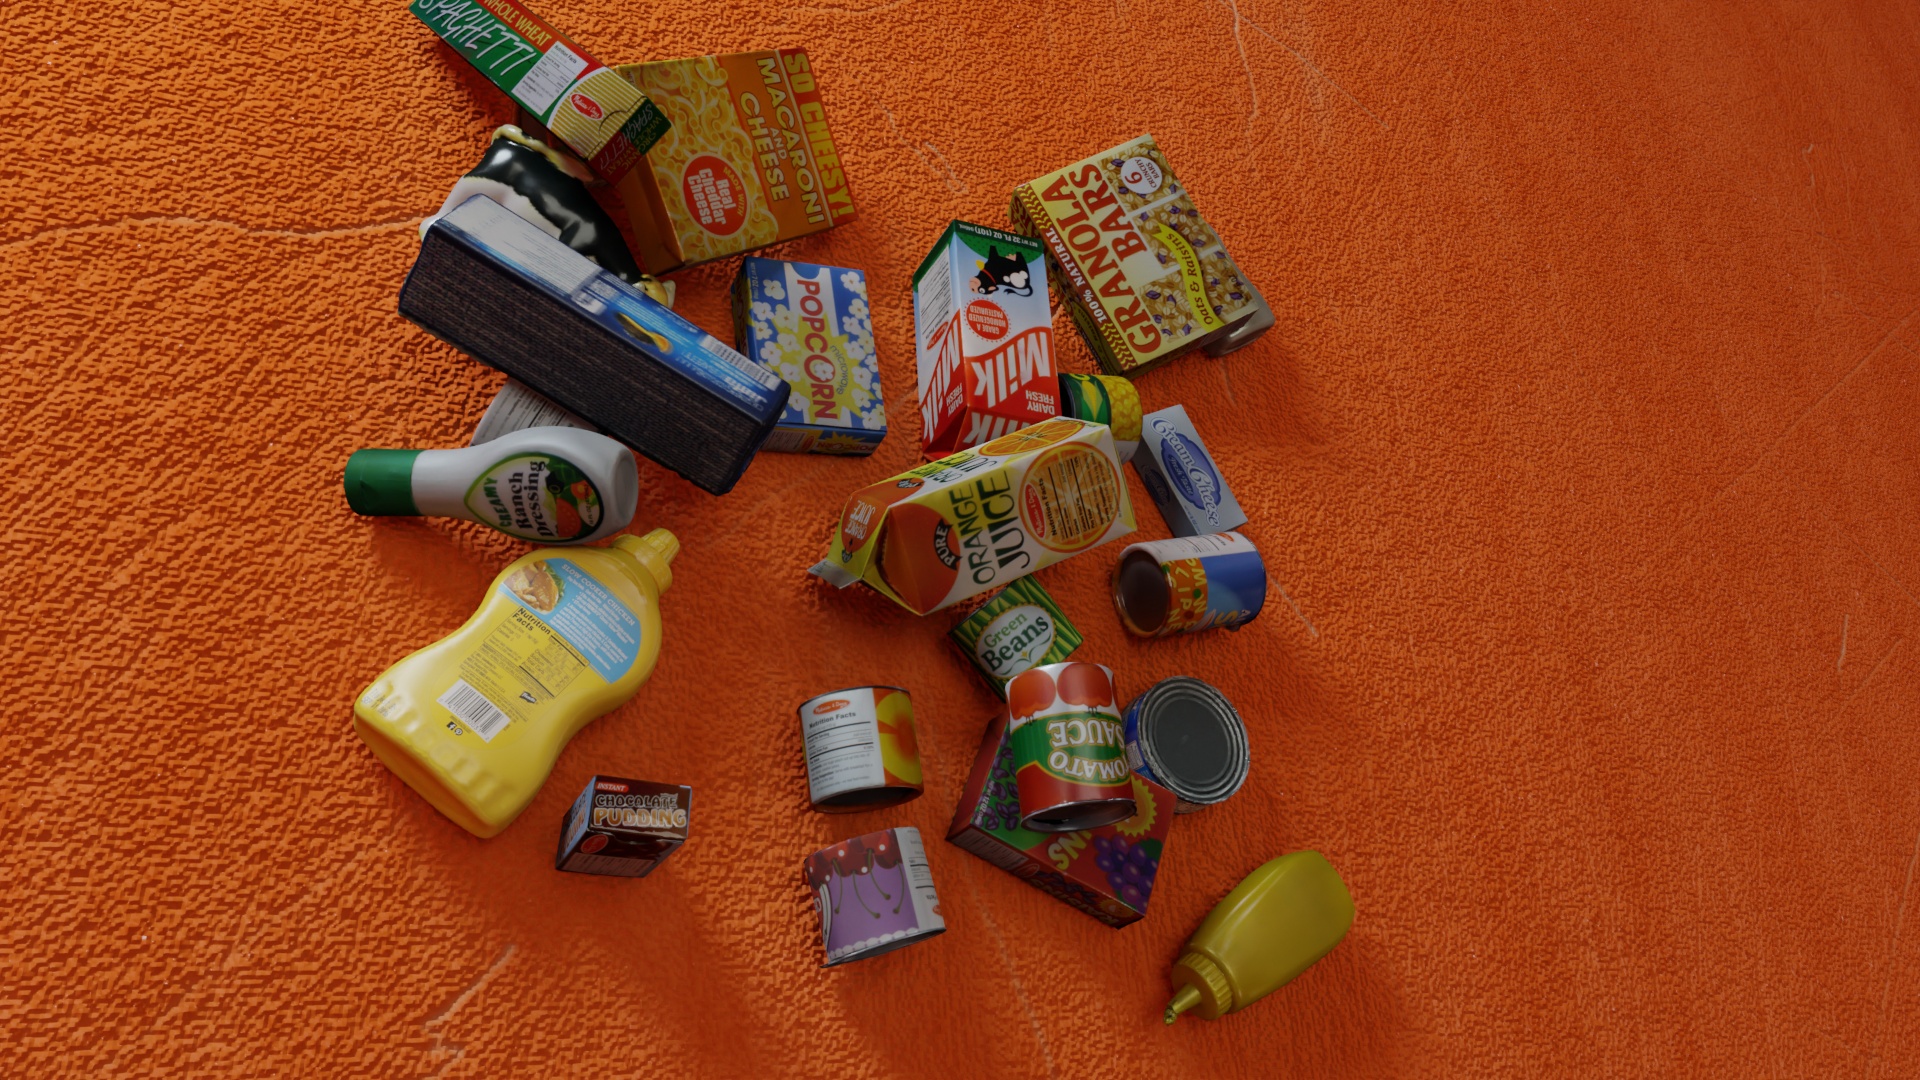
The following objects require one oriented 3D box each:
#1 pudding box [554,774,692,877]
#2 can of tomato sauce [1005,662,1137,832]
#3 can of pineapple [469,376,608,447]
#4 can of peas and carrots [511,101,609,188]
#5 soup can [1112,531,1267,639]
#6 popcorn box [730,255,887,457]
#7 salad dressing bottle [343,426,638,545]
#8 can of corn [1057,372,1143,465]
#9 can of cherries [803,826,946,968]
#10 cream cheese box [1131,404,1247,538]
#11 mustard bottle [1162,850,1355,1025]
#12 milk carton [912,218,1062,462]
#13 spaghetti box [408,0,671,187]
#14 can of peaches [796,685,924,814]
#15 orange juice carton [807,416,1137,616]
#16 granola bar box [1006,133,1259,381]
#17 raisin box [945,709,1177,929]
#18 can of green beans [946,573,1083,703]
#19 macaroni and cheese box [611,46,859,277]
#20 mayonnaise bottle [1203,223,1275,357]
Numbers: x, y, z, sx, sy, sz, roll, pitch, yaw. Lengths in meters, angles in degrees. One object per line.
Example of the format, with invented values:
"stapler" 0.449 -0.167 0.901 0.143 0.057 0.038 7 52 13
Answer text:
"pudding box" -0.171 0.146 0.703 0.050 0.083 0.030 12 60 -22
"can of tomato sauce" 0.063 0.119 0.801 0.071 0.071 0.083 6 62 -25
"can of pineapple" -0.236 -0.061 0.789 0.058 0.070 0.071 32 55 -10
"can of peas and carrots" -0.246 -0.259 0.882 0.059 0.070 0.071 -18 75 -33
"soup can" 0.156 0.033 0.948 0.084 0.071 0.071 -7 69 -30
"popcorn box" -0.100 -0.119 0.906 0.085 0.038 0.127 2 65 -26
"salad dressing bottle" -0.250 -0.030 0.741 0.148 0.064 0.044 1 29 5
"can of corn" 0.085 -0.086 0.969 0.058 0.071 0.071 0 66 -29
"can of cherries" -0.049 0.194 0.755 0.072 0.071 0.058 -6 69 -30
"cream cheese box" 0.162 -0.047 1.017 0.053 0.024 0.104 -20 76 -35
"mustard bottle" 0.175 0.251 0.855 0.161 0.048 0.065 -24 78 -34
"milk carton" 0.017 -0.115 0.945 0.072 0.073 0.191 9 62 -25
"spaghetti box" -0.258 -0.286 0.832 0.050 0.028 0.251 -47 56 -2
"can of peaches" -0.055 0.120 0.790 0.071 0.071 0.058 2 64 -27
"orange juice carton" 0.003 -0.011 0.853 0.193 0.072 0.073 -21 106 -17
"granola bar box" 0.129 -0.213 1.055 0.124 0.039 0.166 -26 78 -16
"raisin box" 0.063 0.169 0.844 0.123 0.040 0.086 29 54 -10
"can of green beans" 0.034 0.060 0.868 0.071 0.071 0.058 -36 86 -36
"macaroni and cheese box" -0.150 -0.249 0.900 0.167 0.040 0.123 -30 106 -48
"mayonnaise bottle" 0.188 -0.220 1.110 0.065 0.041 0.148 -25 77 -31
